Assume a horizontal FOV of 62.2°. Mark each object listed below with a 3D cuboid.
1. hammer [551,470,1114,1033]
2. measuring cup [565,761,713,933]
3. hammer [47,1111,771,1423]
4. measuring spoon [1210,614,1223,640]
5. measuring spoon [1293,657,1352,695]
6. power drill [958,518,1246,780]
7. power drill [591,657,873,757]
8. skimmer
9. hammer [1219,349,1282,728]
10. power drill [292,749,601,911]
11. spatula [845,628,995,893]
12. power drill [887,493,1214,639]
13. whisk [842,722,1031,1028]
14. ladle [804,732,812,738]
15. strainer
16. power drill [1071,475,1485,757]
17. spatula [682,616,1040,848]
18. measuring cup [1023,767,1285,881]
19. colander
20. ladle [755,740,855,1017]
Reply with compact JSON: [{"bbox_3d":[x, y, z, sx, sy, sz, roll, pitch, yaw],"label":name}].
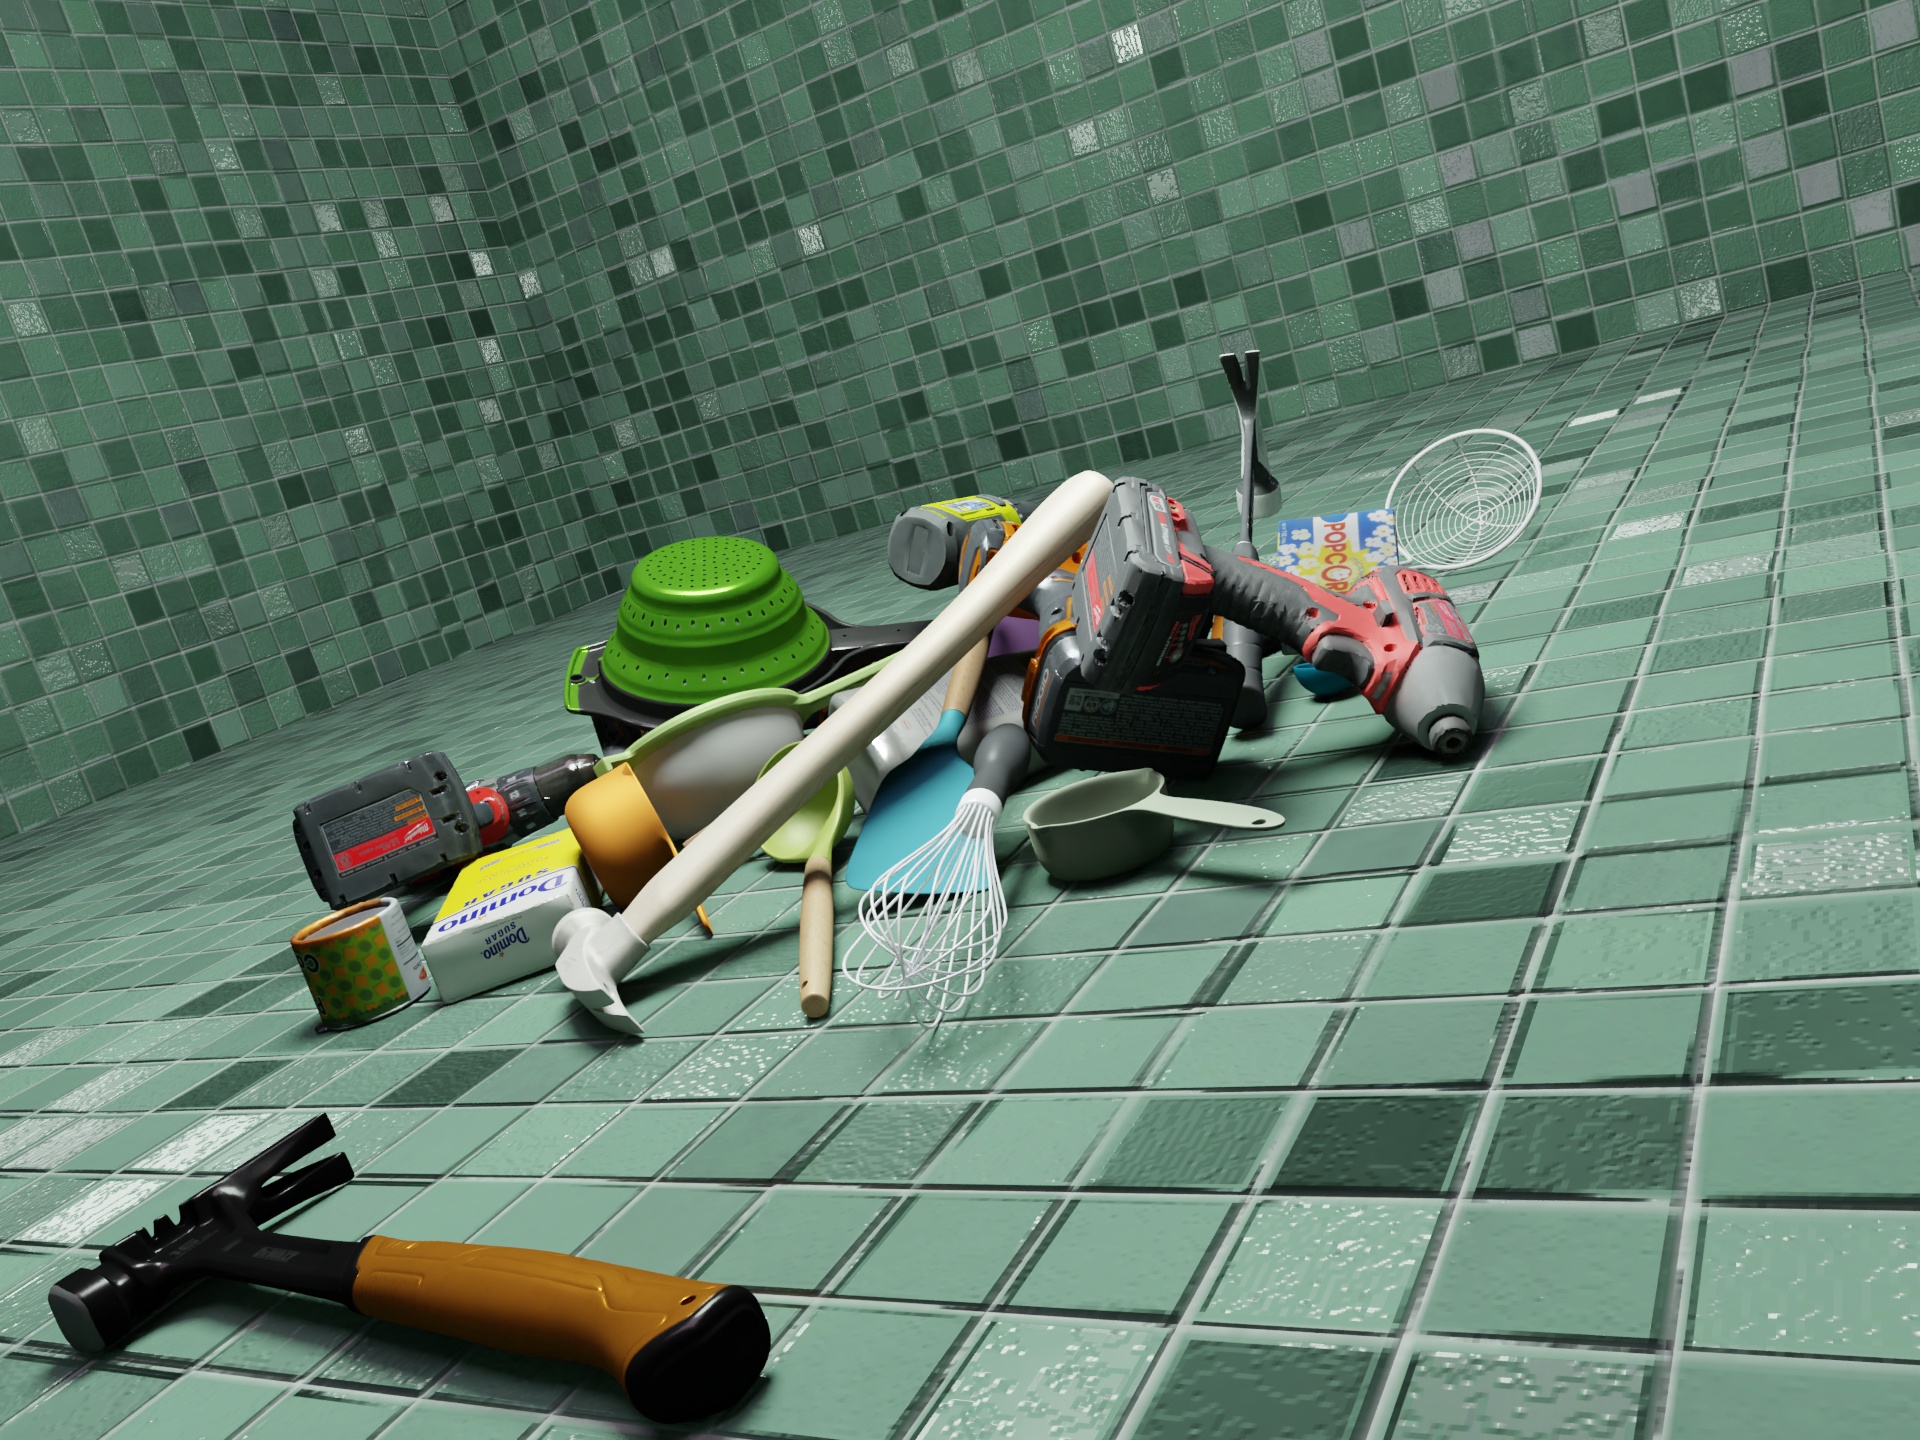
[{"bbox_3d":[-0.057,0.006,0.876,0.410,0.038,0.146,-44,19,-11],"label":"hammer"},{"bbox_3d":[-0.196,0.094,0.974,0.052,0.095,0.174,-28,33,-11],"label":"measuring cup"},{"bbox_3d":[-0.191,0.196,0.569,0.337,0.034,0.127,-7,16,38],"label":"hammer"},{"bbox_3d":[0.187,-0.056,1.136,0.021,0.011,0.117,-5,39,14],"label":"measuring spoon"},{"bbox_3d":[0.242,-0.031,1.059,0.042,0.021,0.128,-5,5,10],"label":"measuring spoon"},{"bbox_3d":[0.097,-0.053,0.990,0.164,0.084,0.227,6,28,-15],"label":"power drill"},{"bbox_3d":[-0.176,-0.012,1.270,0.226,0.084,0.186,-19,33,-12],"label":"power drill"},{"bbox_3d":[0.300,-0.127,1.217,0.363,0.090,0.127,-25,38,-28],"label":"skimmer"},{"bbox_3d":[0.204,-0.127,1.133,0.036,0.149,0.409,-5,34,15],"label":"hammer"},{"bbox_3d":[-0.371,0.071,1.188,0.188,0.080,0.226,-22,-2,0],"label":"power drill"},{"bbox_3d":[-0.002,-0.003,0.977,0.082,0.044,0.318,-1,29,10],"label":"spatula"},{"bbox_3d":[0.082,-0.118,1.225,0.229,0.080,0.190,22,22,25],"label":"power drill"},{"bbox_3d":[0.002,0.059,0.781,0.070,0.070,0.285,-13,18,16],"label":"whisk"},{"bbox_3d":[-0.064,0.001,1.293,0.315,0.031,0.069,-13,26,11],"label":"ladle"},{"bbox_3d":[-0.117,0.021,1.111,0.256,0.069,0.151,-25,-16,-2],"label":"strainer"},{"bbox_3d":[0.178,-0.048,0.863,0.219,0.078,0.143,14,35,-11],"label":"power drill"},{"bbox_3d":[-0.054,0.002,1.082,0.316,0.060,0.018,-34,-10,-19],"label":"spatula"},{"bbox_3d":[0.100,0.058,0.791,0.083,0.038,0.168,-25,16,-33],"label":"measuring cup"},{"bbox_3d":[-0.108,-0.087,1.217,0.397,0.094,0.205,-6,30,-5],"label":"colander"},{"bbox_3d":[-0.090,0.085,0.887,0.078,0.062,0.320,-54,12,9],"label":"ladle"}]
